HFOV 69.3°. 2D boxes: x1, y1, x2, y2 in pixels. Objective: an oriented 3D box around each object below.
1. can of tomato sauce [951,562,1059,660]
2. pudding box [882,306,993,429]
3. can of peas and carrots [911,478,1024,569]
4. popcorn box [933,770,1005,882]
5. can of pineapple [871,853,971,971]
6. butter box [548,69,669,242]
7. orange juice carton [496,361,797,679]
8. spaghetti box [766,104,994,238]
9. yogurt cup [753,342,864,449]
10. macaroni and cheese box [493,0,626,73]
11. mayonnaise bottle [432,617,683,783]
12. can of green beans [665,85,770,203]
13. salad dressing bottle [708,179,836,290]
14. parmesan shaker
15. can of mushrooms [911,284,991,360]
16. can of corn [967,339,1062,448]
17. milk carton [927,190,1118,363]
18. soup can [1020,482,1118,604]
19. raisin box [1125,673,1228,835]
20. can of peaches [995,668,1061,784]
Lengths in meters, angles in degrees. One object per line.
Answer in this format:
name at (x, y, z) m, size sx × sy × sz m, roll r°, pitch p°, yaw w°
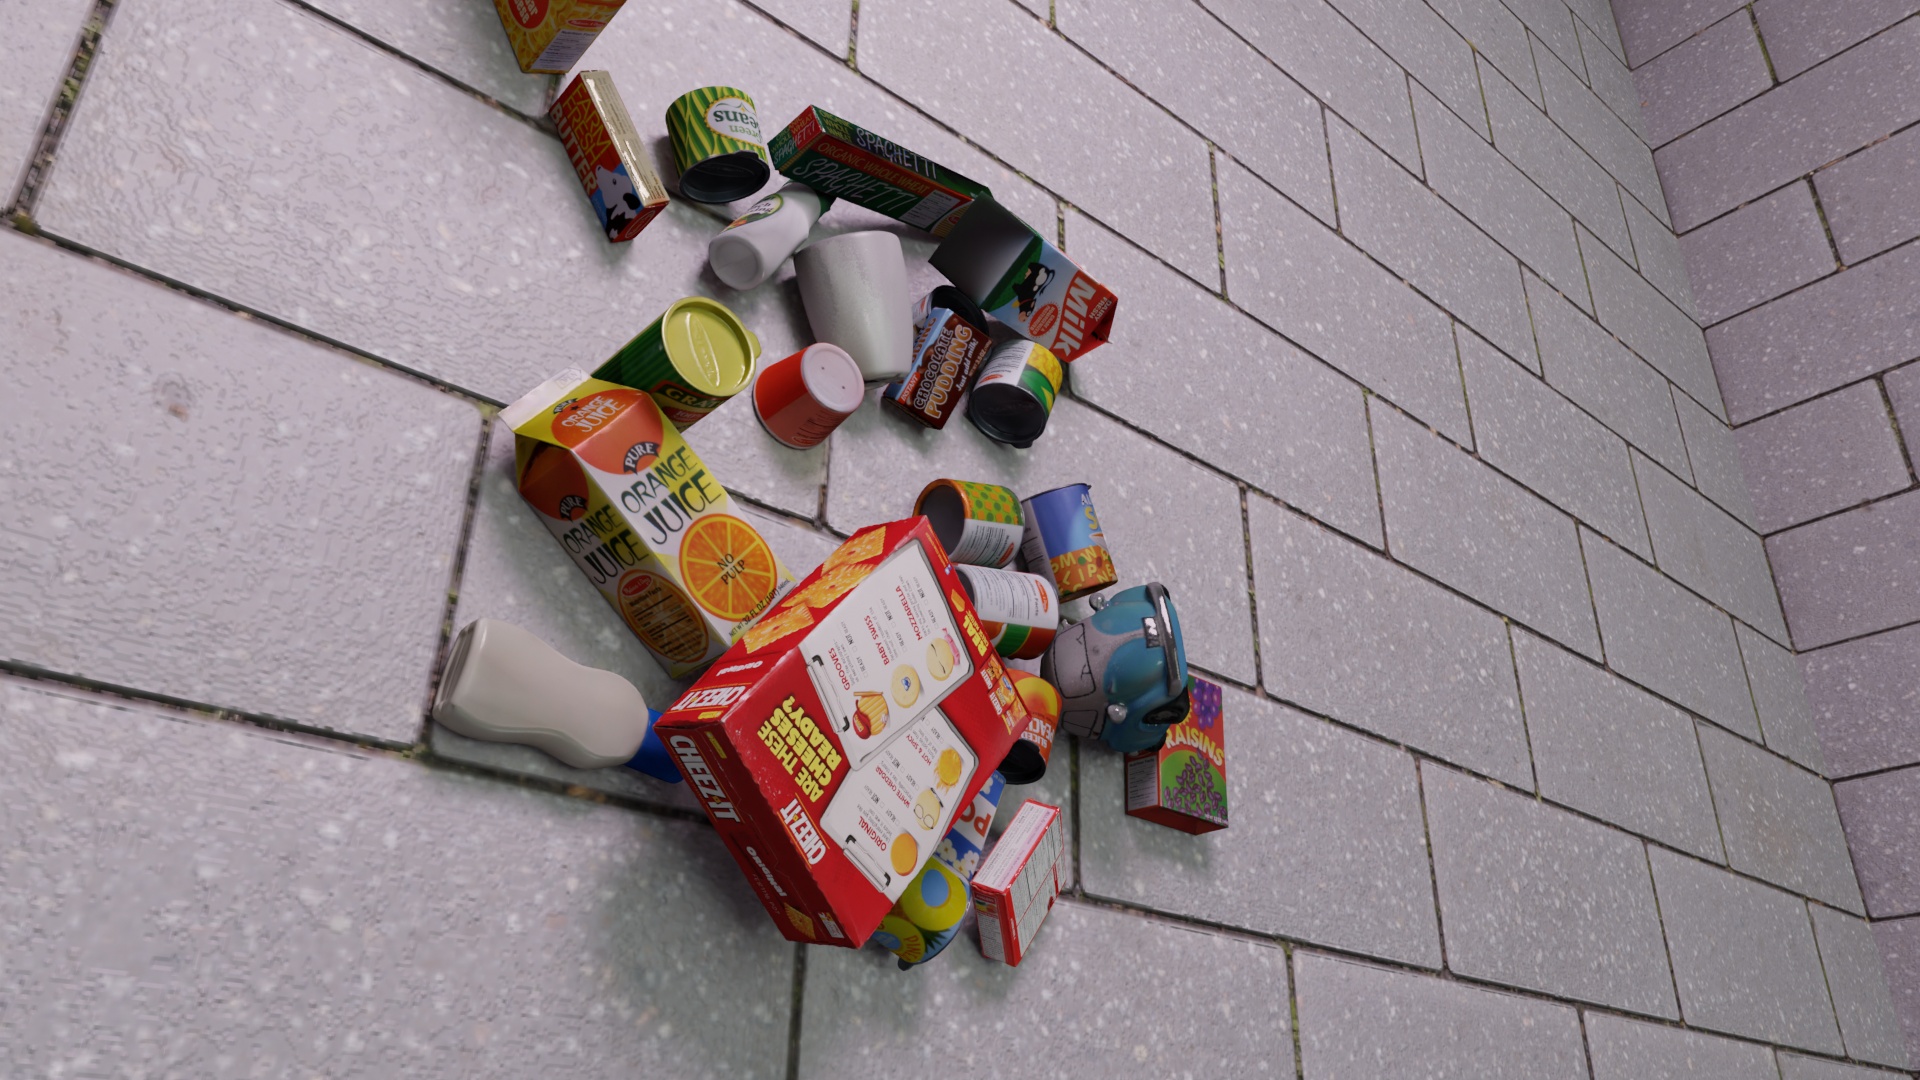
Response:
can of tomato sauce at (0.020, 0.054, 1.026) m, size 0.083 × 0.071 × 0.071 m, roll 9°, pitch 64°, yaw -41°
pudding box at (-0.018, -0.134, 1.079) m, size 0.049 × 0.030 × 0.084 m, roll 33°, pitch 84°, yaw -26°
can of peas and carrots at (0.004, -0.013, 1.044) m, size 0.059 × 0.070 × 0.071 m, roll 6°, pitch 66°, yaw -42°
popcorn box at (-0.034, 0.165, 0.936) m, size 0.126 × 0.038 × 0.085 m, roll 42°, pitch 48°, yaw -21°
can of pineapple at (-0.037, 0.227, 0.883) m, size 0.058 × 0.070 × 0.071 m, roll 42°, pitch 47°, yaw -21°
butter box at (-0.238, -0.260, 0.940) m, size 0.024 × 0.053 × 0.103 m, roll -24°, pitch 87°, yaw -45°
orange juice carton at (-0.196, -0.017, 0.845) m, size 0.192 × 0.072 × 0.072 m, roll 53°, pitch 45°, yaw -10°
spaghetti box at (-0.053, -0.282, 1.088) m, size 0.250 × 0.050 × 0.029 m, roll 3°, pitch 58°, yaw -58°
yogurt cup at (-0.106, -0.105, 0.990) m, size 0.072 × 0.053 × 0.072 m, roll 20°, pitch 58°, yaw -36°
macaroni and cheese box at (-0.257, -0.405, 0.909) m, size 0.040 × 0.166 × 0.123 m, roll -19°, pitch 84°, yaw -47°
mayonnaise bottle at (-0.219, 0.098, 0.790) m, size 0.148 × 0.041 × 0.065 m, roll 30°, pitch 53°, yaw -32°
can of green beans at (-0.175, -0.285, 1.003) m, size 0.071 × 0.071 × 0.058 m, roll 0°, pitch 71°, yaw -44°
salad dressing bottle at (-0.134, -0.235, 1.026) m, size 0.044 × 0.064 × 0.148 m, roll 59°, pitch 33°, yaw -23°
parmesan shaker at (-0.183, -0.102, 0.877) m, size 0.071 × 0.102 × 0.071 m, roll 21°, pitch 57°, yaw -36°
can of mushrooms at (-0.010, -0.169, 1.130) m, size 0.071 × 0.033 × 0.071 m, roll 22°, pitch 56°, yaw -36°
can of corn at (0.046, -0.120, 1.137) m, size 0.071 × 0.071 × 0.058 m, roll 42°, pitch 46°, yaw -22°
milk carton at (0.065, -0.209, 1.156) m, size 0.072 × 0.073 × 0.190 m, roll 46°, pitch 14°, yaw 30°
soup can at (0.085, 0.003, 1.110) m, size 0.071 × 0.071 × 0.084 m, roll -9°, pitch 77°, yaw -46°
raisin box at (0.176, 0.170, 1.138) m, size 0.086 × 0.040 × 0.124 m, roll 23°, pitch 57°, yaw -34°
can of peaches at (0.037, 0.133, 0.998) m, size 0.071 × 0.071 × 0.058 m, roll 40°, pitch 46°, yaw -23°
